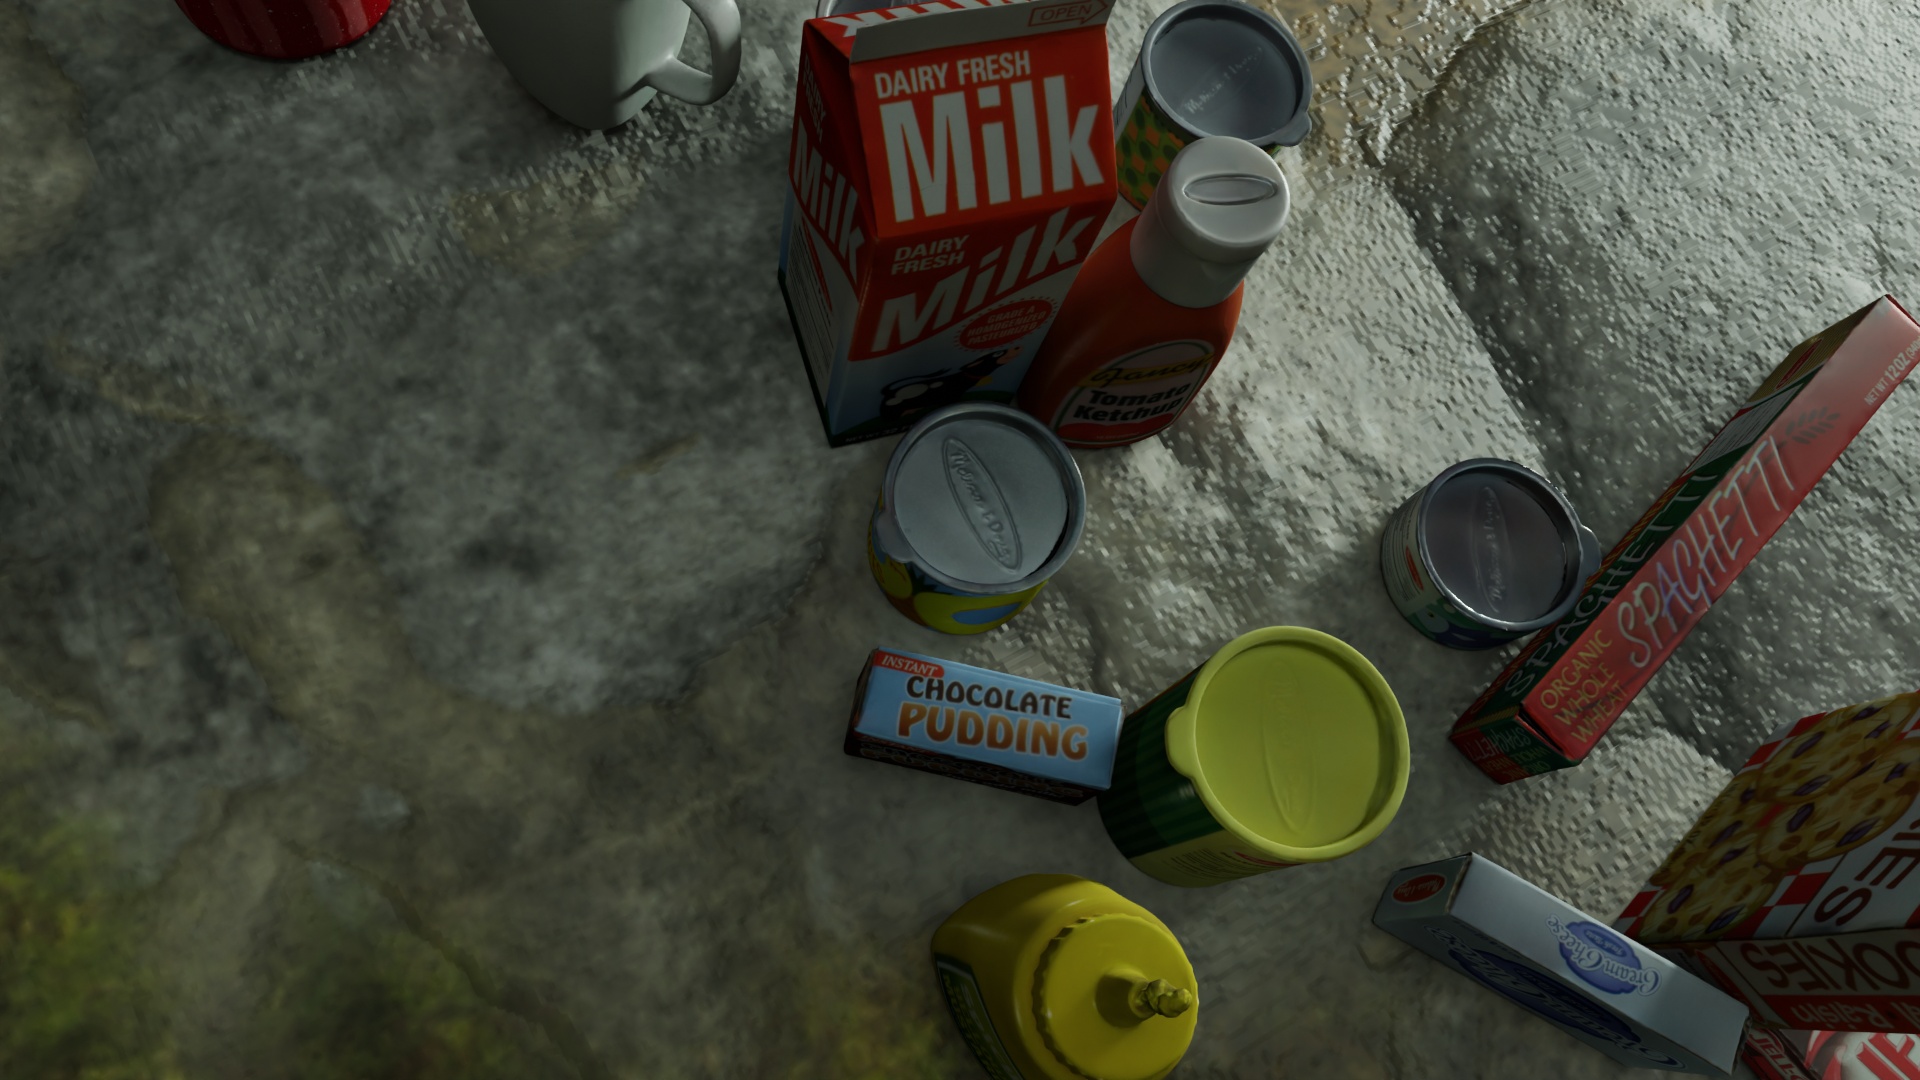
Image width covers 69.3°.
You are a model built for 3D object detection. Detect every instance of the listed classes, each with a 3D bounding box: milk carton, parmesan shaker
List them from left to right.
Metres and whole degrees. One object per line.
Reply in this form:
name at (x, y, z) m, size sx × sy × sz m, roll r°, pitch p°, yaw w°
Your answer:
milk carton at (-0.009, -0.102, 0.428) m, size 0.072 × 0.190 × 0.073 m, roll -15°, pitch 75°, yaw -14°
parmesan shaker at (0.083, 0.071, 0.433) m, size 0.071 × 0.102 × 0.071 m, roll 3°, pitch 72°, yaw -9°

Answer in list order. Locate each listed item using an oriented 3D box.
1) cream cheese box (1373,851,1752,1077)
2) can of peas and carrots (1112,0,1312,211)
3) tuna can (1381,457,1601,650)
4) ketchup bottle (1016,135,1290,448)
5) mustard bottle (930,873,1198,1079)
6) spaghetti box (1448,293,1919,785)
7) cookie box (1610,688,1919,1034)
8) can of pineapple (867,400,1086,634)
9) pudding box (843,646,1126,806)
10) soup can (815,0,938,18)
cream cheese box at (0.195, 0.139, 0.456) m, size 0.104 × 0.053 × 0.024 m, roll 29°, pitch 70°, yaw 1°
can of peas and carrots at (0.096, -0.162, 0.536) m, size 0.071 × 0.058 × 0.071 m, roll 3°, pitch 72°, yaw -9°
tuna can at (0.194, 0.006, 0.511) m, size 0.071 × 0.032 × 0.071 m, roll 3°, pitch 71°, yaw -9°
ketchup bottle at (0.062, -0.076, 0.454) m, size 0.065 × 0.148 × 0.043 m, roll -6°, pitch 74°, yaw -12°
mustard bottle at (0.029, 0.122, 0.376) m, size 0.049 × 0.159 × 0.065 m, roll -27°, pitch 79°, yaw -17°
spaghetti box at (0.276, -0.003, 0.519) m, size 0.251 × 0.050 × 0.029 m, roll -41°, pitch 83°, yaw -19°
cookie box at (0.293, 0.095, 0.427) m, size 0.123 × 0.167 × 0.040 m, roll -39°, pitch 82°, yaw -19°
can of pineapple at (0.002, -0.006, 0.468) m, size 0.071 × 0.057 × 0.071 m, roll 3°, pitch 72°, yaw -9°
pudding box at (0.007, 0.061, 0.451) m, size 0.084 × 0.049 × 0.030 m, roll 14°, pitch 70°, yaw -5°
soup can at (-0.019, -0.157, 0.501) m, size 0.071 × 0.083 × 0.071 m, roll 3°, pitch 72°, yaw -9°
